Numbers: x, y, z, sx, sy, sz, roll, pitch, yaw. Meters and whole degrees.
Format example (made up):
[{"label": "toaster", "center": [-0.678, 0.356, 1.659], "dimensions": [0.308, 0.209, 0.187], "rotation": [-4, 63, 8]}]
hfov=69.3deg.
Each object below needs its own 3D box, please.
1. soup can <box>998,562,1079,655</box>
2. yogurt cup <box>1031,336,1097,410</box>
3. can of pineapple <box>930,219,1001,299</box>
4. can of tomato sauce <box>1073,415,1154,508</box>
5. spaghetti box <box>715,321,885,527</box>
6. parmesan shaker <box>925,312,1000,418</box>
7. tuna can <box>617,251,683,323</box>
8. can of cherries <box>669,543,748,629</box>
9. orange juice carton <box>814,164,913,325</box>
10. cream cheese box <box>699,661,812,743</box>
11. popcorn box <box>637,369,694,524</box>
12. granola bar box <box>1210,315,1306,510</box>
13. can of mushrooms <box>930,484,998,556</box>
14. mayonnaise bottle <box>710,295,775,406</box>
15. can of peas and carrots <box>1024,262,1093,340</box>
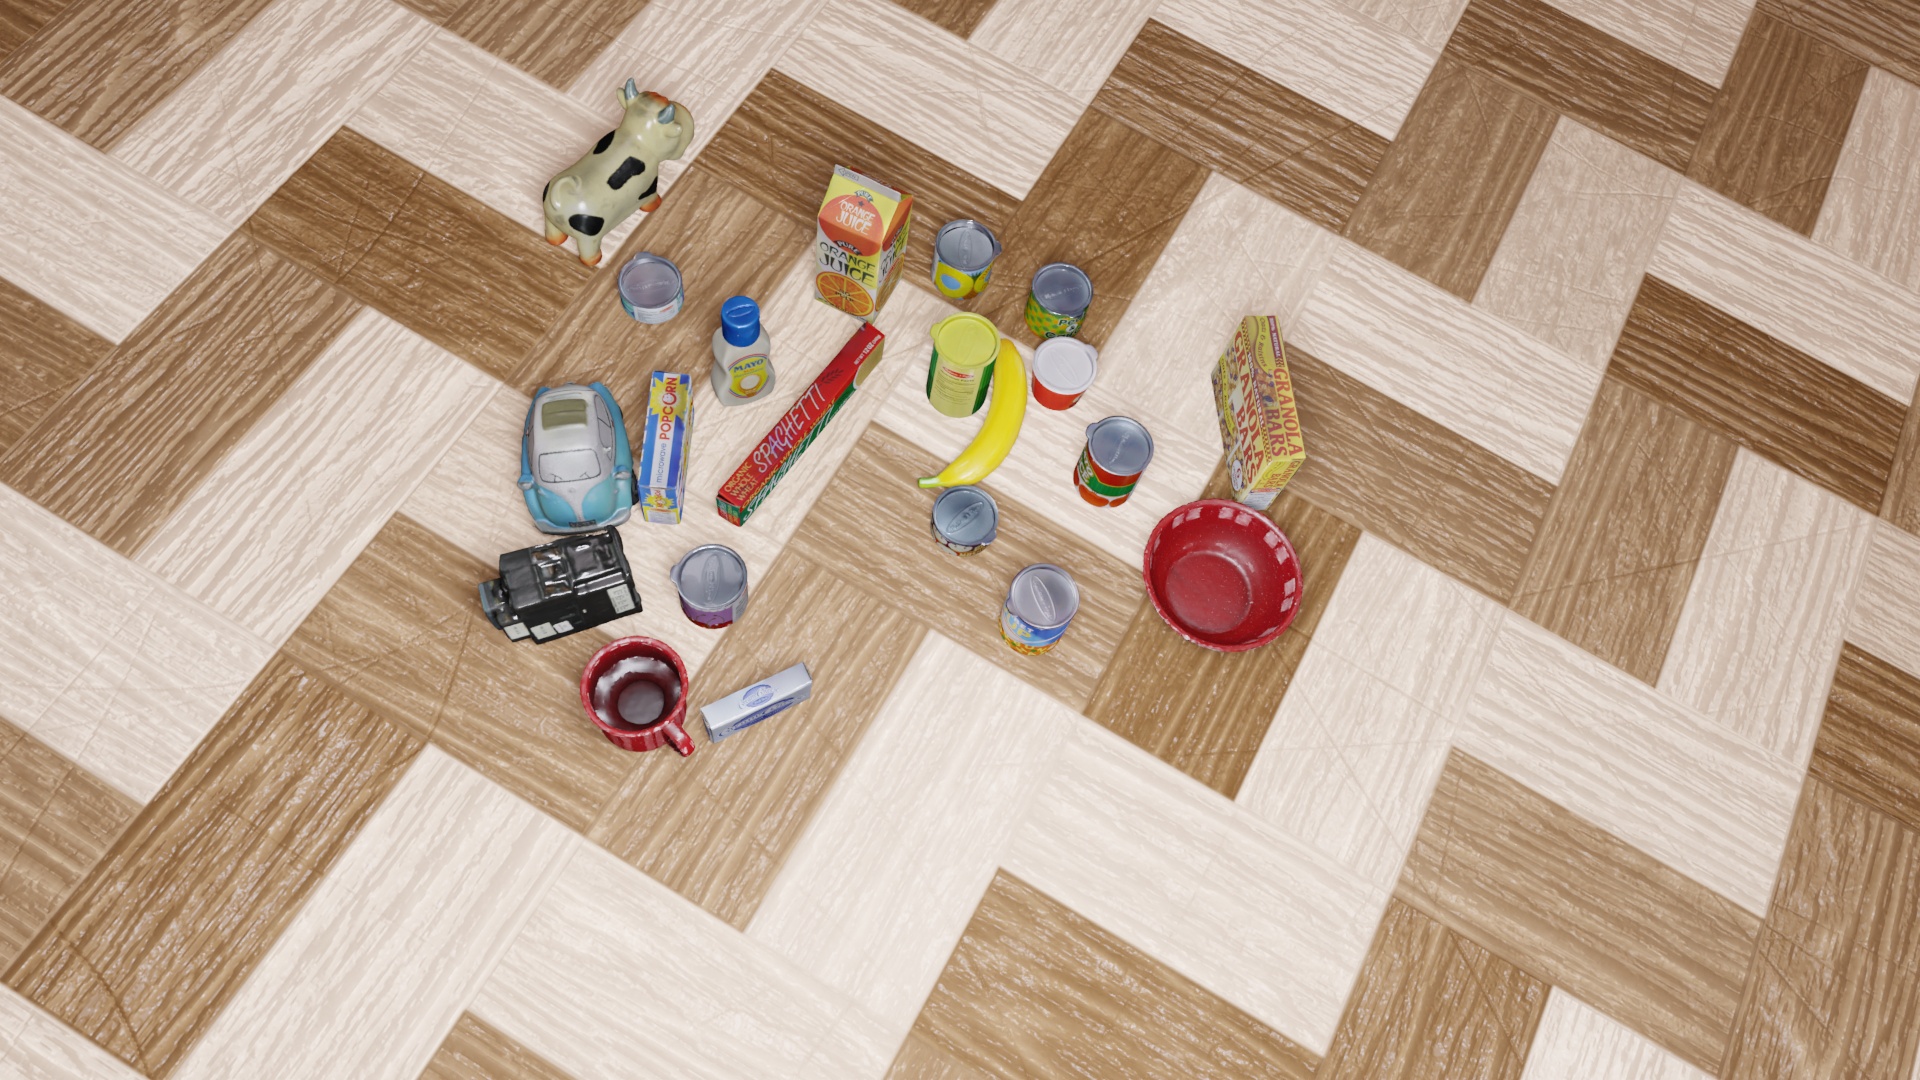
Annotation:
[{"label": "soup can", "center": [0.071, 0.068, 1.330], "dimensions": [0.071, 0.083, 0.071], "rotation": [3, 66, -6]}, {"label": "yogurt cup", "center": [0.105, -0.172, 1.456], "dimensions": [0.072, 0.053, 0.072], "rotation": [3, 66, -6]}, {"label": "can of pineapple", "center": [0.005, -0.301, 1.498], "dimensions": [0.071, 0.057, 0.071], "rotation": [3, 66, -6]}, {"label": "can of tomato sauce", "center": [0.151, -0.078, 1.405], "dimensions": [0.071, 0.082, 0.071], "rotation": [3, 66, -6]}, {"label": "spaghetti box", "center": [-0.159, -0.118, 1.400], "dimensions": [0.029, 0.050, 0.251], "rotation": [34, 67, 7]}, {"label": "parmesan shaker", "center": [-0.001, -0.179, 1.418], "dimensions": [0.071, 0.102, 0.071], "rotation": [3, 66, -6]}, {"label": "tuna can", "center": [-0.324, -0.264, 1.452], "dimensions": [0.071, 0.032, 0.071], "rotation": [3, 66, -6]}, {"label": "can of cherries", "center": [-0.237, 0.044, 1.314], "dimensions": [0.071, 0.058, 0.072], "rotation": [3, 66, -6]}, {"label": "orange juice carton", "center": [-0.099, -0.309, 1.413], "dimensions": [0.072, 0.192, 0.073], "rotation": [26, 66, 4]}, {"label": "cream cheese box", "center": [-0.187, 0.149, 1.277], "dimensions": [0.104, 0.053, 0.024], "rotation": [-24, 72, -17]}, {"label": "popcorn box", "center": [-0.286, -0.089, 1.351], "dimensions": [0.038, 0.085, 0.127], "rotation": [4, 66, -6]}, {"label": "granola bar box", "center": [0.304, -0.129, 1.425], "dimensions": [0.039, 0.123, 0.166], "rotation": [-2, 67, -8]}, {"label": "can of mushrooms", "center": [0.005, -0.017, 1.386], "dimensions": [0.071, 0.033, 0.071], "rotation": [3, 66, -6]}, {"label": "mayonnaise bottle", "center": [-0.215, -0.186, 1.369], "dimensions": [0.065, 0.147, 0.041], "rotation": [-20, 71, -15]}, {"label": "can of peas and carrots", "center": [0.106, -0.253, 1.489], "dimensions": [0.071, 0.058, 0.071], "rotation": [3, 66, -6]}]
